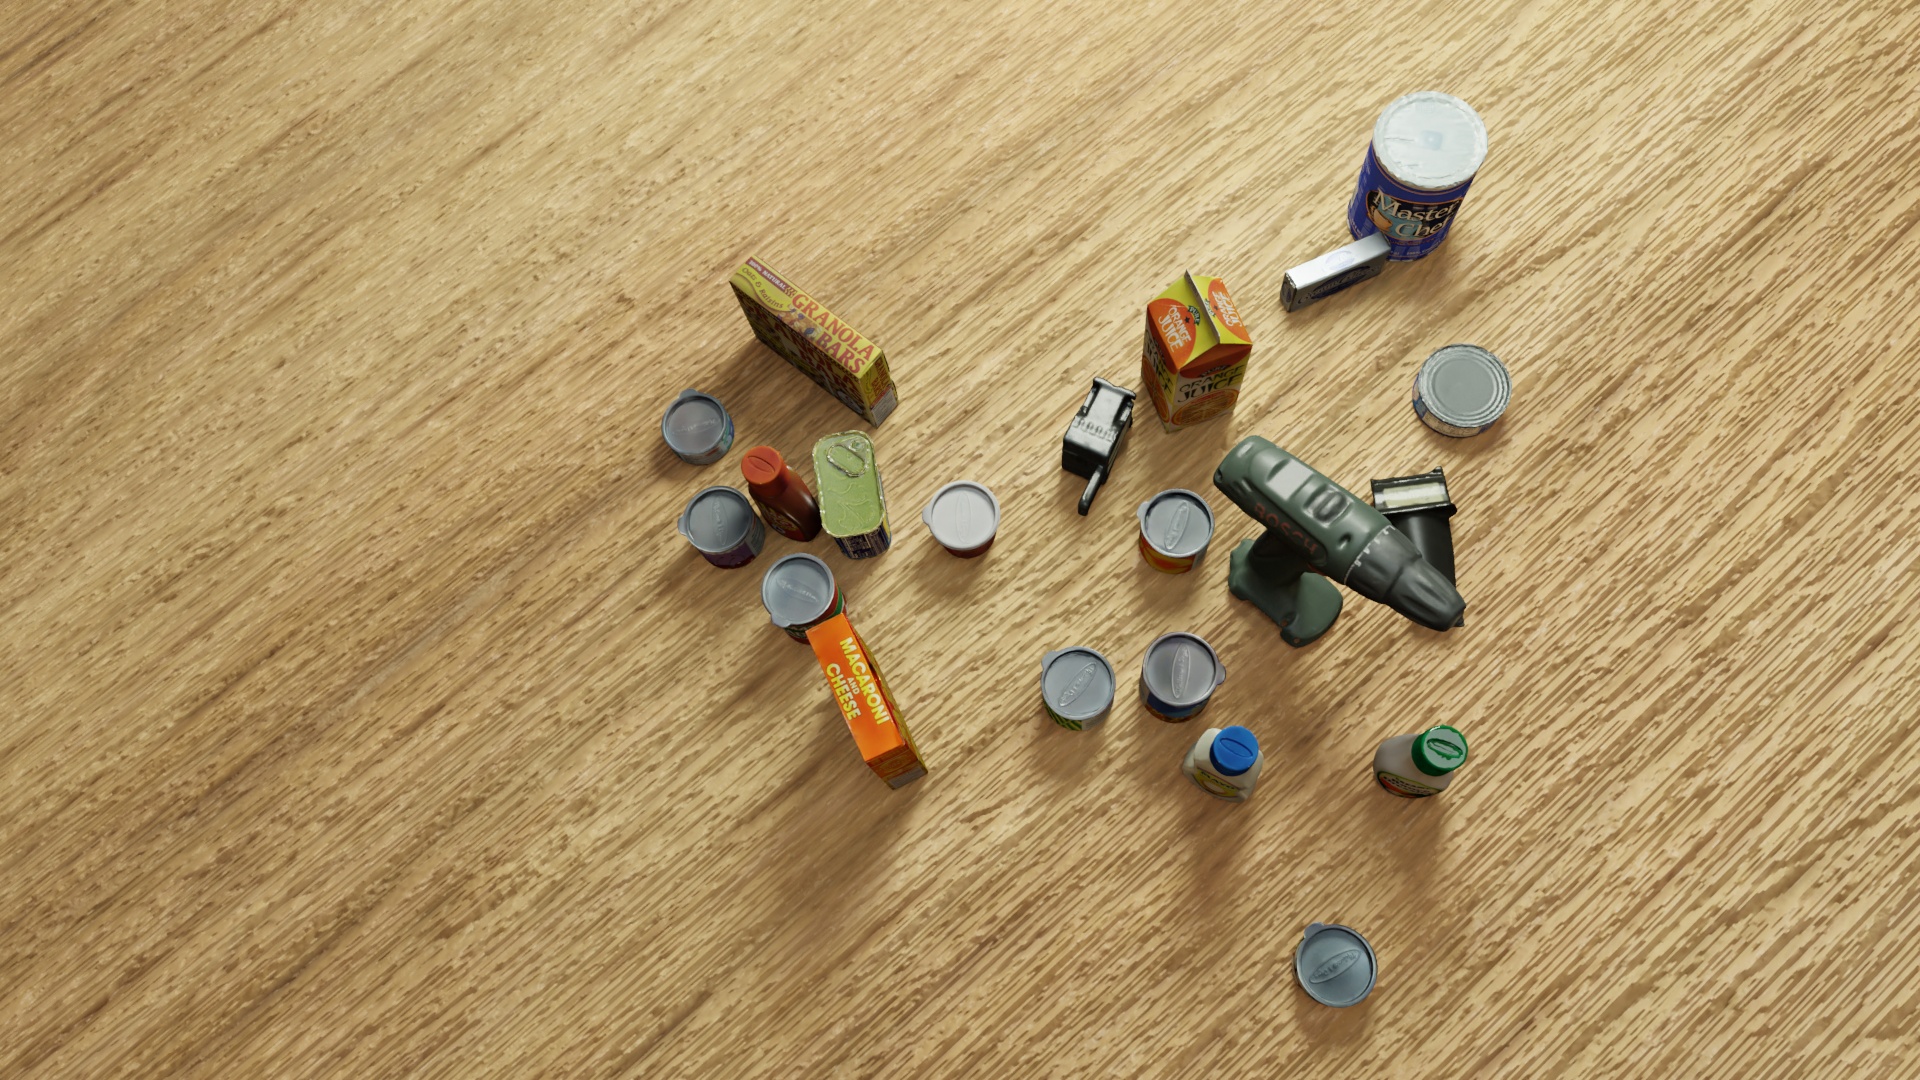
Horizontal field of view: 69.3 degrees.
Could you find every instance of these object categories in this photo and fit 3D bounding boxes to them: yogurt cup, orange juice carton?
[{"bbox_3d":[0.005,-0.016,1.301,0.072,0.053,0.072,-1,72,4],"label":"yogurt cup"},{"bbox_3d":[0.213,-0.173,1.263,0.073,0.192,0.072,-20,72,-2],"label":"orange juice carton"}]

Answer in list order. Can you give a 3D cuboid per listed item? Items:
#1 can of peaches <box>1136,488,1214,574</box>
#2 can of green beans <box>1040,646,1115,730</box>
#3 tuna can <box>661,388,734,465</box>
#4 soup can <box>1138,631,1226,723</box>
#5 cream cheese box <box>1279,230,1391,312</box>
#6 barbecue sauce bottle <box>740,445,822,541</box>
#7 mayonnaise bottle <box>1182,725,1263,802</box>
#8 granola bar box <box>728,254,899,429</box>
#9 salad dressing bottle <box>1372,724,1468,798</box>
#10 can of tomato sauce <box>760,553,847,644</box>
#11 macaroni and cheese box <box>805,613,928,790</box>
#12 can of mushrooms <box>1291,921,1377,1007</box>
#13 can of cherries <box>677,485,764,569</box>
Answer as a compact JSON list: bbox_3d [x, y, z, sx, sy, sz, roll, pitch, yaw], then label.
[{"bbox_3d":[0.196,-0.008,1.281,0.071,0.058,0.071,-1,72,4],"label":"can of peaches"},{"bbox_3d":[0.105,0.133,1.242,0.071,0.057,0.071,-1,72,4],"label":"can of green beans"},{"bbox_3d":[-0.258,-0.111,1.365,0.071,0.032,0.071,-1,72,4],"label":"tuna can"},{"bbox_3d":[0.194,0.123,1.224,0.071,0.083,0.071,-1,72,4],"label":"soup can"},{"bbox_3d":[0.364,-0.261,1.352,0.104,0.053,0.024,-23,72,-3],"label":"cream cheese box"},{"bbox_3d":[-0.167,-0.044,1.275,0.065,0.148,0.044,29,77,13],"label":"barbecue sauce bottle"},{"bbox_3d":[0.223,0.186,1.167,0.065,0.147,0.041,26,76,12],"label":"mayonnaise bottle"},{"bbox_3d":[-0.138,-0.190,1.333,0.166,0.124,0.039,38,79,15],"label":"granola bar box"},{"bbox_3d":[0.384,0.183,1.155,0.064,0.147,0.044,19,75,10],"label":"salad dressing bottle"},{"bbox_3d":[-0.142,0.057,1.274,0.071,0.083,0.071,-1,72,4],"label":"can of tomato sauce"},{"bbox_3d":[-0.078,0.141,1.197,0.040,0.166,0.124,-26,72,-4],"label":"macaroni and cheese box"},{"bbox_3d":[0.312,0.354,1.165,0.071,0.033,0.071,-1,72,4],"label":"can of mushrooms"},{"bbox_3d":[-0.226,-0.012,1.316,0.071,0.058,0.071,-1,72,4],"label":"can of cherries"}]
